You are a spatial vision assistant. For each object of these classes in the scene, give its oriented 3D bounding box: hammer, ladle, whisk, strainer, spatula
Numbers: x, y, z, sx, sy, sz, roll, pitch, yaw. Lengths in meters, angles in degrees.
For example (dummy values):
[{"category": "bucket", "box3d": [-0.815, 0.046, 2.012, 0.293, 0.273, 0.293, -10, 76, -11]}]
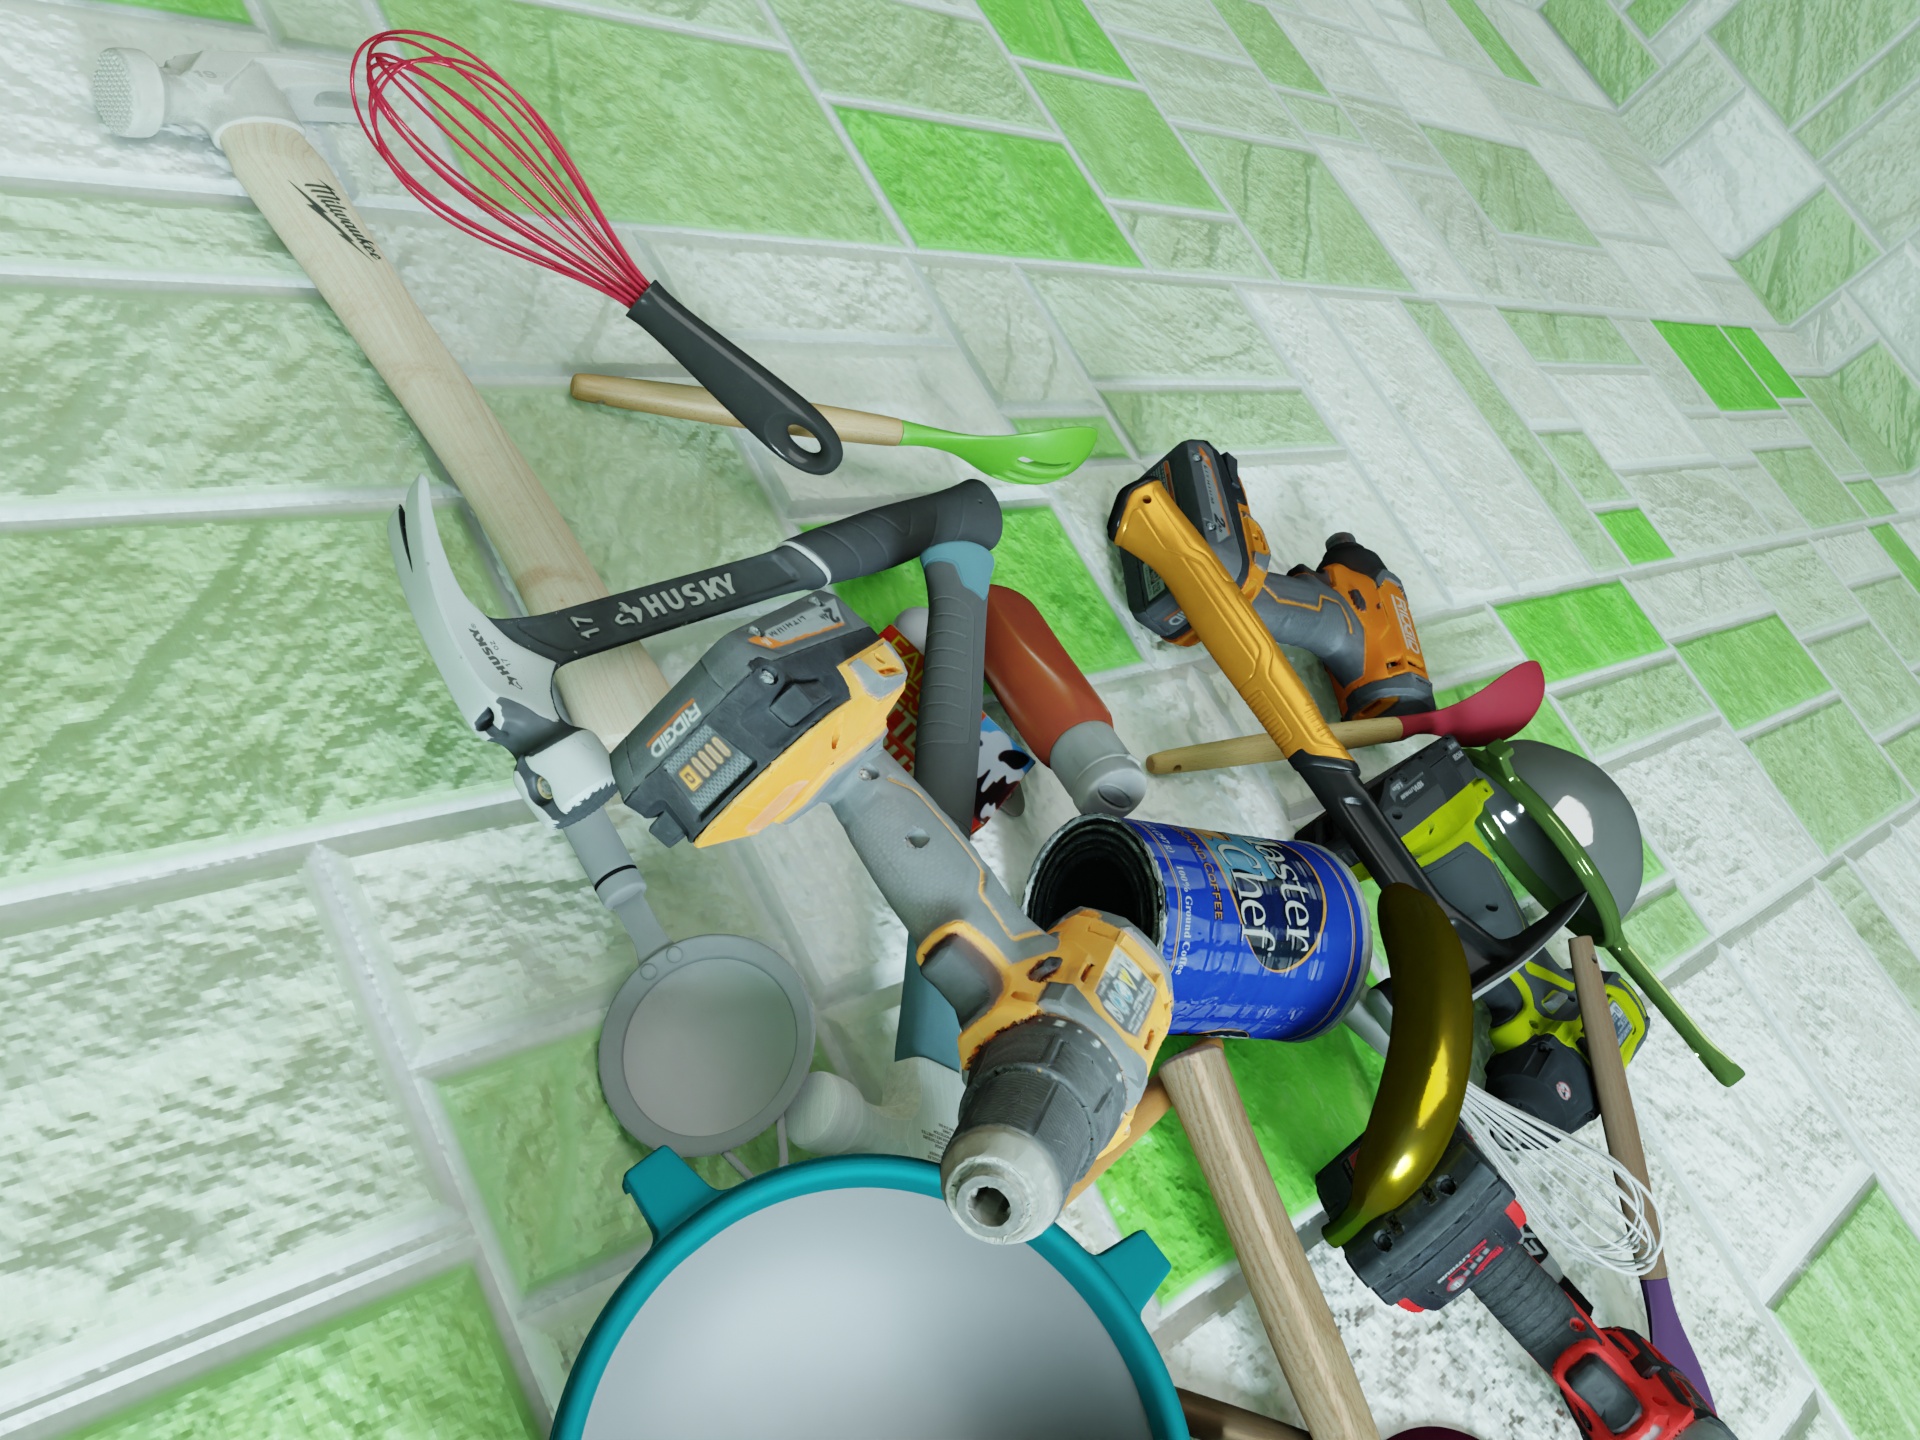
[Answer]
[{"category": "hammer", "box3d": [0.192, 0.000, 0.873, 0.127, 0.034, 0.337, -30, 76, -11]}, {"category": "ladle", "box3d": [0.246, 0.006, 0.974, 0.315, 0.069, 0.031, -8, 44, -27]}, {"category": "whisk", "box3d": [0.264, 0.198, 0.841, 0.246, 0.057, 0.059, 41, 38, 16]}, {"category": "whisk", "box3d": [-0.172, -0.222, 0.783, 0.295, 0.073, 0.073, 40, 40, -17]}, {"category": "hammer", "box3d": [-0.009, 0.049, 0.721, 0.128, 0.033, 0.331, 35, 45, -38]}, {"category": "strainer", "box3d": [0.413, 0.105, 0.989, 0.256, 0.069, 0.151, 53, 0, 12]}, {"category": "spatula", "box3d": [0.031, 0.207, 0.682, 0.322, 0.041, 0.081, -23, 76, -52]}, {"category": "hammer", "box3d": [-0.091, -0.074, 0.762, 0.149, 0.036, 0.409, 53, 33, 6]}, {"category": "strainer", "box3d": [-0.039, 0.311, 0.484, 0.211, 0.095, 0.341, 14, 55, -14]}, {"category": "strainer", "box3d": [-0.131, 0.074, 0.638, 0.087, 0.050, 0.259, -32, 70, -5]}, {"category": "hammer", "box3d": [0.160, 0.298, 0.679, 0.130, 0.031, 0.332, 1, 58, -41]}, {"category": "hammer", "box3d": [-0.234, -0.151, 0.738, 0.146, 0.038, 0.411, -23, 75, -49]}, {"category": "spatula", "box3d": [0.370, 0.274, 0.860, 0.059, 0.018, 0.316, 3, 73, -39]}]

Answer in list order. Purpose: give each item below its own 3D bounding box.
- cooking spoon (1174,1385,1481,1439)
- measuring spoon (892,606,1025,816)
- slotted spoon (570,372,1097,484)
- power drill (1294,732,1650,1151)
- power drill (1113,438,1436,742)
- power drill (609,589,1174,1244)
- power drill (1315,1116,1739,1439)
[{"category": "cooking spoon", "box3d": [0.147, 0.317, 0.691, 0.318, 0.017, 0.069, 26, 45, -22]}, {"category": "measuring spoon", "box3d": [-0.001, -0.003, 0.834, 0.034, 0.018, 0.124, -24, 81, -31]}, {"category": "slotted spoon", "box3d": [-0.059, -0.161, 0.877, 0.313, 0.070, 0.031, 3, 77, -29]}, {"category": "power drill", "box3d": [0.302, 0.132, 0.933, 0.171, 0.080, 0.223, -24, 78, -48]}, {"category": "power drill", "box3d": [0.208, -0.091, 1.033, 0.226, 0.084, 0.164, 24, 45, -30]}, {"category": "power drill", "box3d": [-0.020, 0.069, 0.573, 0.226, 0.084, 0.185, 47, 22, 0]}, {"category": "power drill", "box3d": [0.275, 0.287, 0.745, 0.219, 0.078, 0.143, 46, 6, -2]}]
